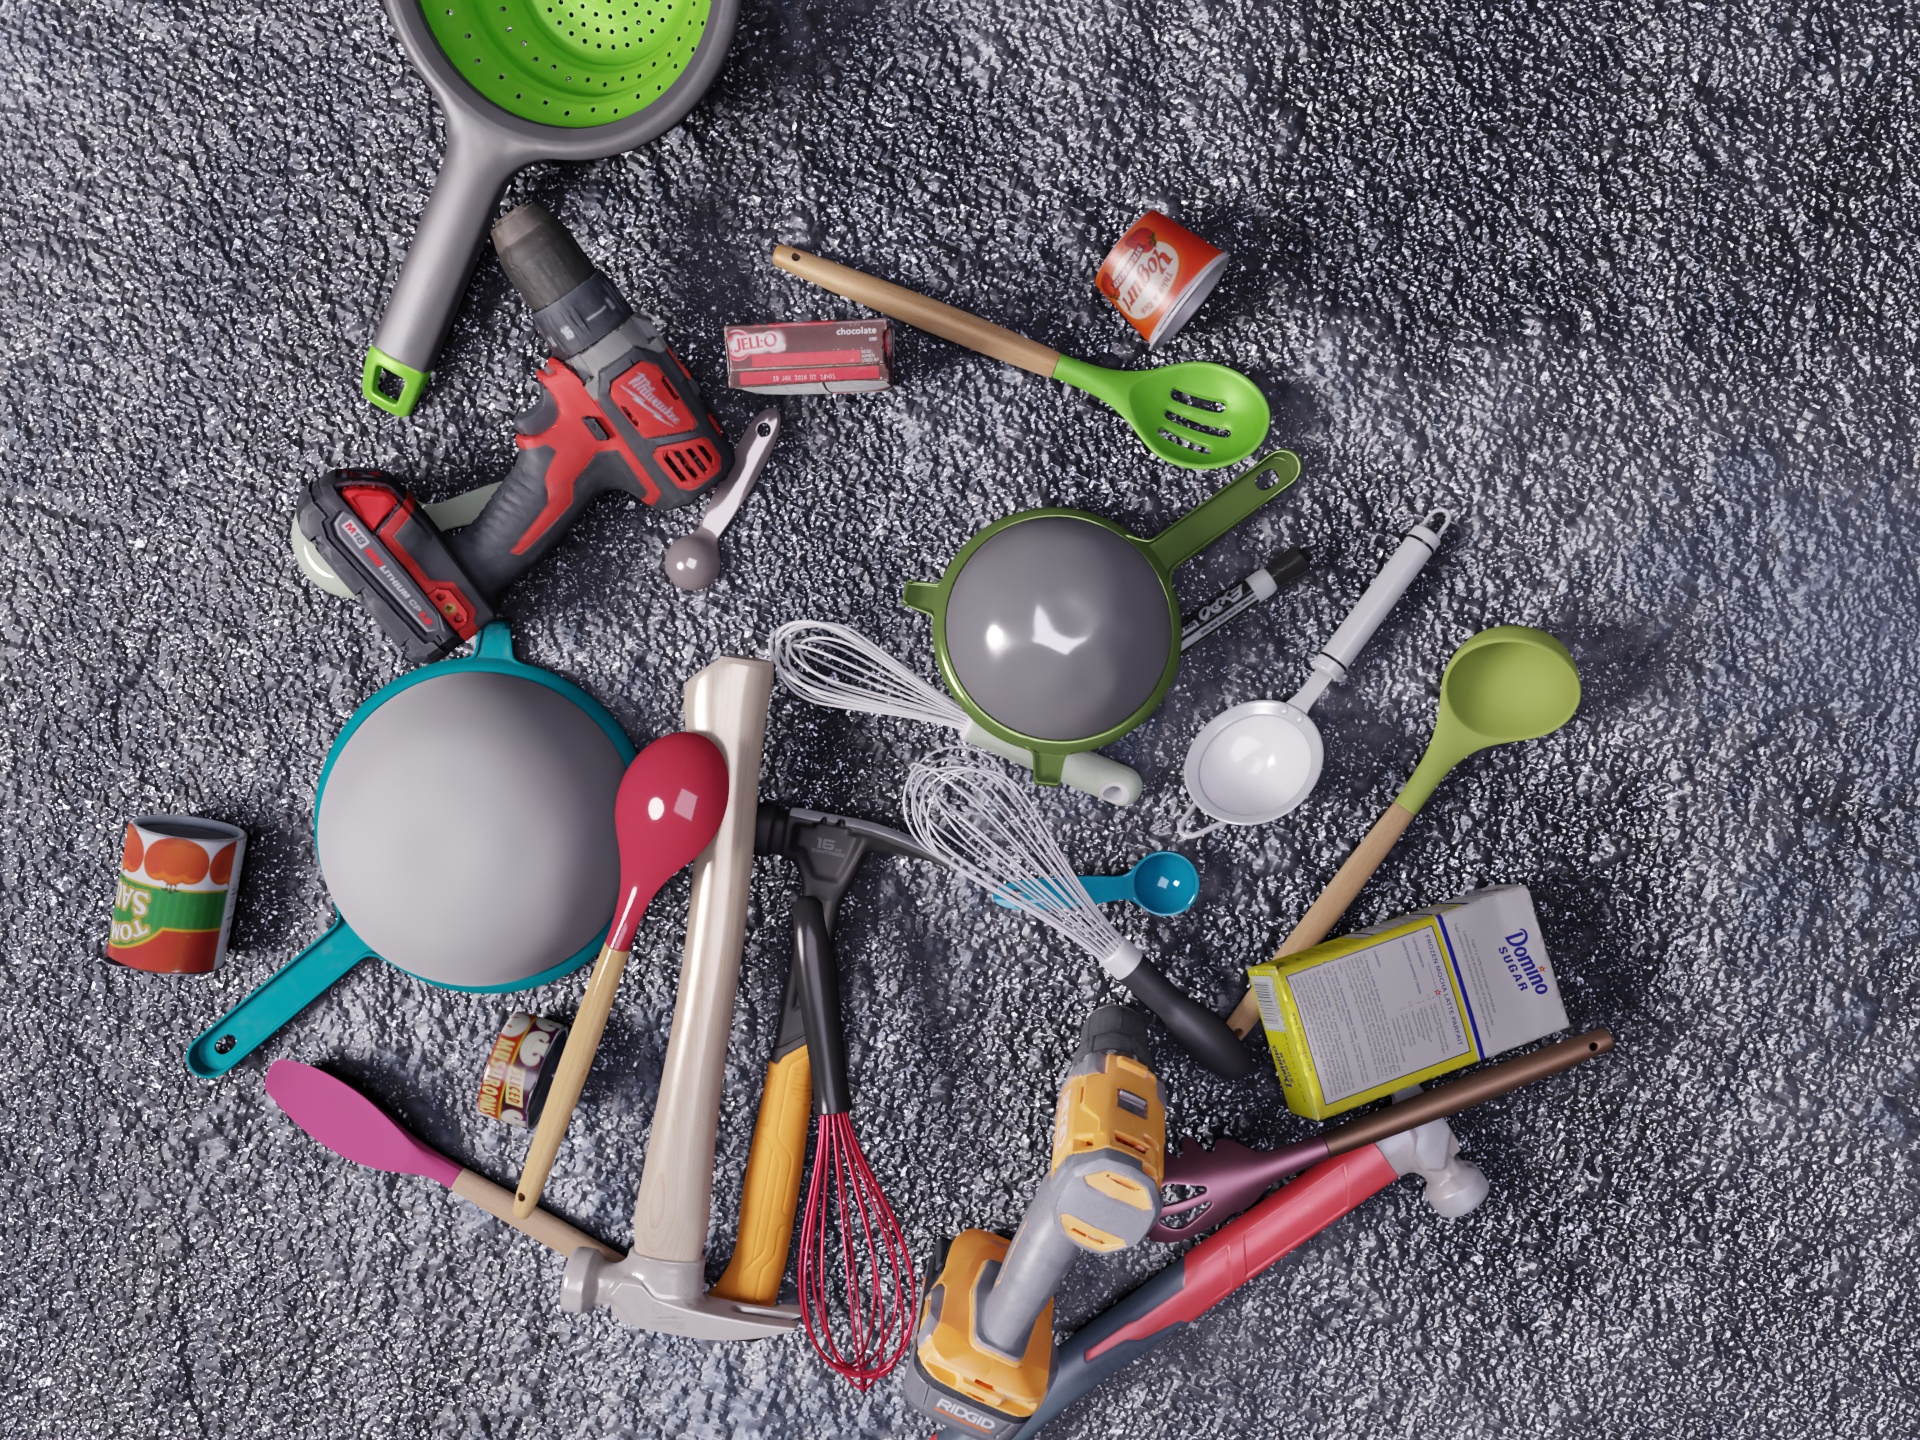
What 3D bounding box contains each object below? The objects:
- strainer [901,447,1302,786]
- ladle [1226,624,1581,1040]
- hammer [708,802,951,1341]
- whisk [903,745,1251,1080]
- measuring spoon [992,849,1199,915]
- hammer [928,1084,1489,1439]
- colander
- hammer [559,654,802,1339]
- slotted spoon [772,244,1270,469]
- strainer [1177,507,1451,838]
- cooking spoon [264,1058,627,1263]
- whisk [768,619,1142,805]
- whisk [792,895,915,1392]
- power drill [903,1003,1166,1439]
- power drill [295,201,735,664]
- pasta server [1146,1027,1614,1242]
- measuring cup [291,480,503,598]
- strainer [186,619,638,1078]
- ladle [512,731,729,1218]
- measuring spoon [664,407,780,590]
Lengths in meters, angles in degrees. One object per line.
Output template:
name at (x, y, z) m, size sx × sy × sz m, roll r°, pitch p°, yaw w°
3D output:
strainer at (0.103, -0.088, 0.931) m, size 0.256 × 0.069 × 0.151 m, roll -36°, pitch 86°, yaw -6°
ladle at (0.258, 0.078, 0.970) m, size 0.078 × 0.062 × 0.320 m, roll 35°, pitch 96°, yaw -7°
hammer at (-0.098, 0.225, 0.991) m, size 0.127 × 0.034 × 0.337 m, roll 11°, pitch 95°, yaw 0°
whisk at (0.074, 0.122, 0.960) m, size 0.284 × 0.070 × 0.070 m, roll 43°, pitch 93°, yaw -8°
measuring spoon at (0.084, 0.102, 0.993) m, size 0.128 × 0.021 × 0.042 m, roll -5°, pitch 103°, yaw 9°
hammer at (0.133, 0.345, 1.000) m, size 0.386 × 0.038 × 0.143 m, roll -36°, pitch 93°, yaw 3°
colander at (-0.252, -0.360, 0.923) m, size 0.204 × 0.094 × 0.397 m, roll 29°, pitch 112°, yaw -6°
hammer at (-0.144, 0.167, 0.953) m, size 0.146 × 0.038 × 0.410 m, roll 8°, pitch 95°, yaw 3°
slotted spoon at (0.035, -0.225, 0.957) m, size 0.314 × 0.031 × 0.070 m, roll 21°, pitch 78°, yaw 0°
strainer at (0.221, -0.025, 0.968) m, size 0.087 × 0.050 × 0.258 m, roll 36°, pitch 88°, yaw 40°
cooking spoon at (-0.294, 0.301, 1.001) m, size 0.319 × 0.017 × 0.068 m, roll 32°, pitch 125°, yaw -4°
whisk at (-0.002, -0.003, 0.969) m, size 0.246 × 0.059 × 0.057 m, roll 23°, pitch 131°, yaw -6°
whisk at (-0.073, 0.251, 0.947) m, size 0.073 × 0.073 × 0.296 m, roll -7°, pitch 89°, yaw 0°
power drill at (0.053, 0.288, 0.948) m, size 0.084 × 0.185 × 0.226 m, roll 26°, pitch 113°, yaw -4°
power drill at (-0.264, -0.161, 0.905) m, size 0.226 × 0.080 × 0.187 m, roll -37°, pitch 114°, yaw -7°
pasta server at (0.244, 0.246, 0.963) m, size 0.316 × 0.040 × 0.060 m, roll -20°, pitch 92°, yaw -2°
measuring cup at (-0.321, -0.122, 0.957) m, size 0.167 × 0.038 × 0.083 m, roll -15°, pitch 95°, yaw 3°
strainer at (-0.344, 0.110, 0.949) m, size 0.340 × 0.095 × 0.211 m, roll -40°, pitch 94°, yaw 2°
ladle at (-0.210, 0.154, 0.932) m, size 0.069 × 0.031 × 0.315 m, roll 25°, pitch 101°, yaw 20°
measuring spoon at (-0.143, -0.136, 0.967) m, size 0.034 × 0.018 × 0.124 m, roll 29°, pitch 93°, yaw -2°
